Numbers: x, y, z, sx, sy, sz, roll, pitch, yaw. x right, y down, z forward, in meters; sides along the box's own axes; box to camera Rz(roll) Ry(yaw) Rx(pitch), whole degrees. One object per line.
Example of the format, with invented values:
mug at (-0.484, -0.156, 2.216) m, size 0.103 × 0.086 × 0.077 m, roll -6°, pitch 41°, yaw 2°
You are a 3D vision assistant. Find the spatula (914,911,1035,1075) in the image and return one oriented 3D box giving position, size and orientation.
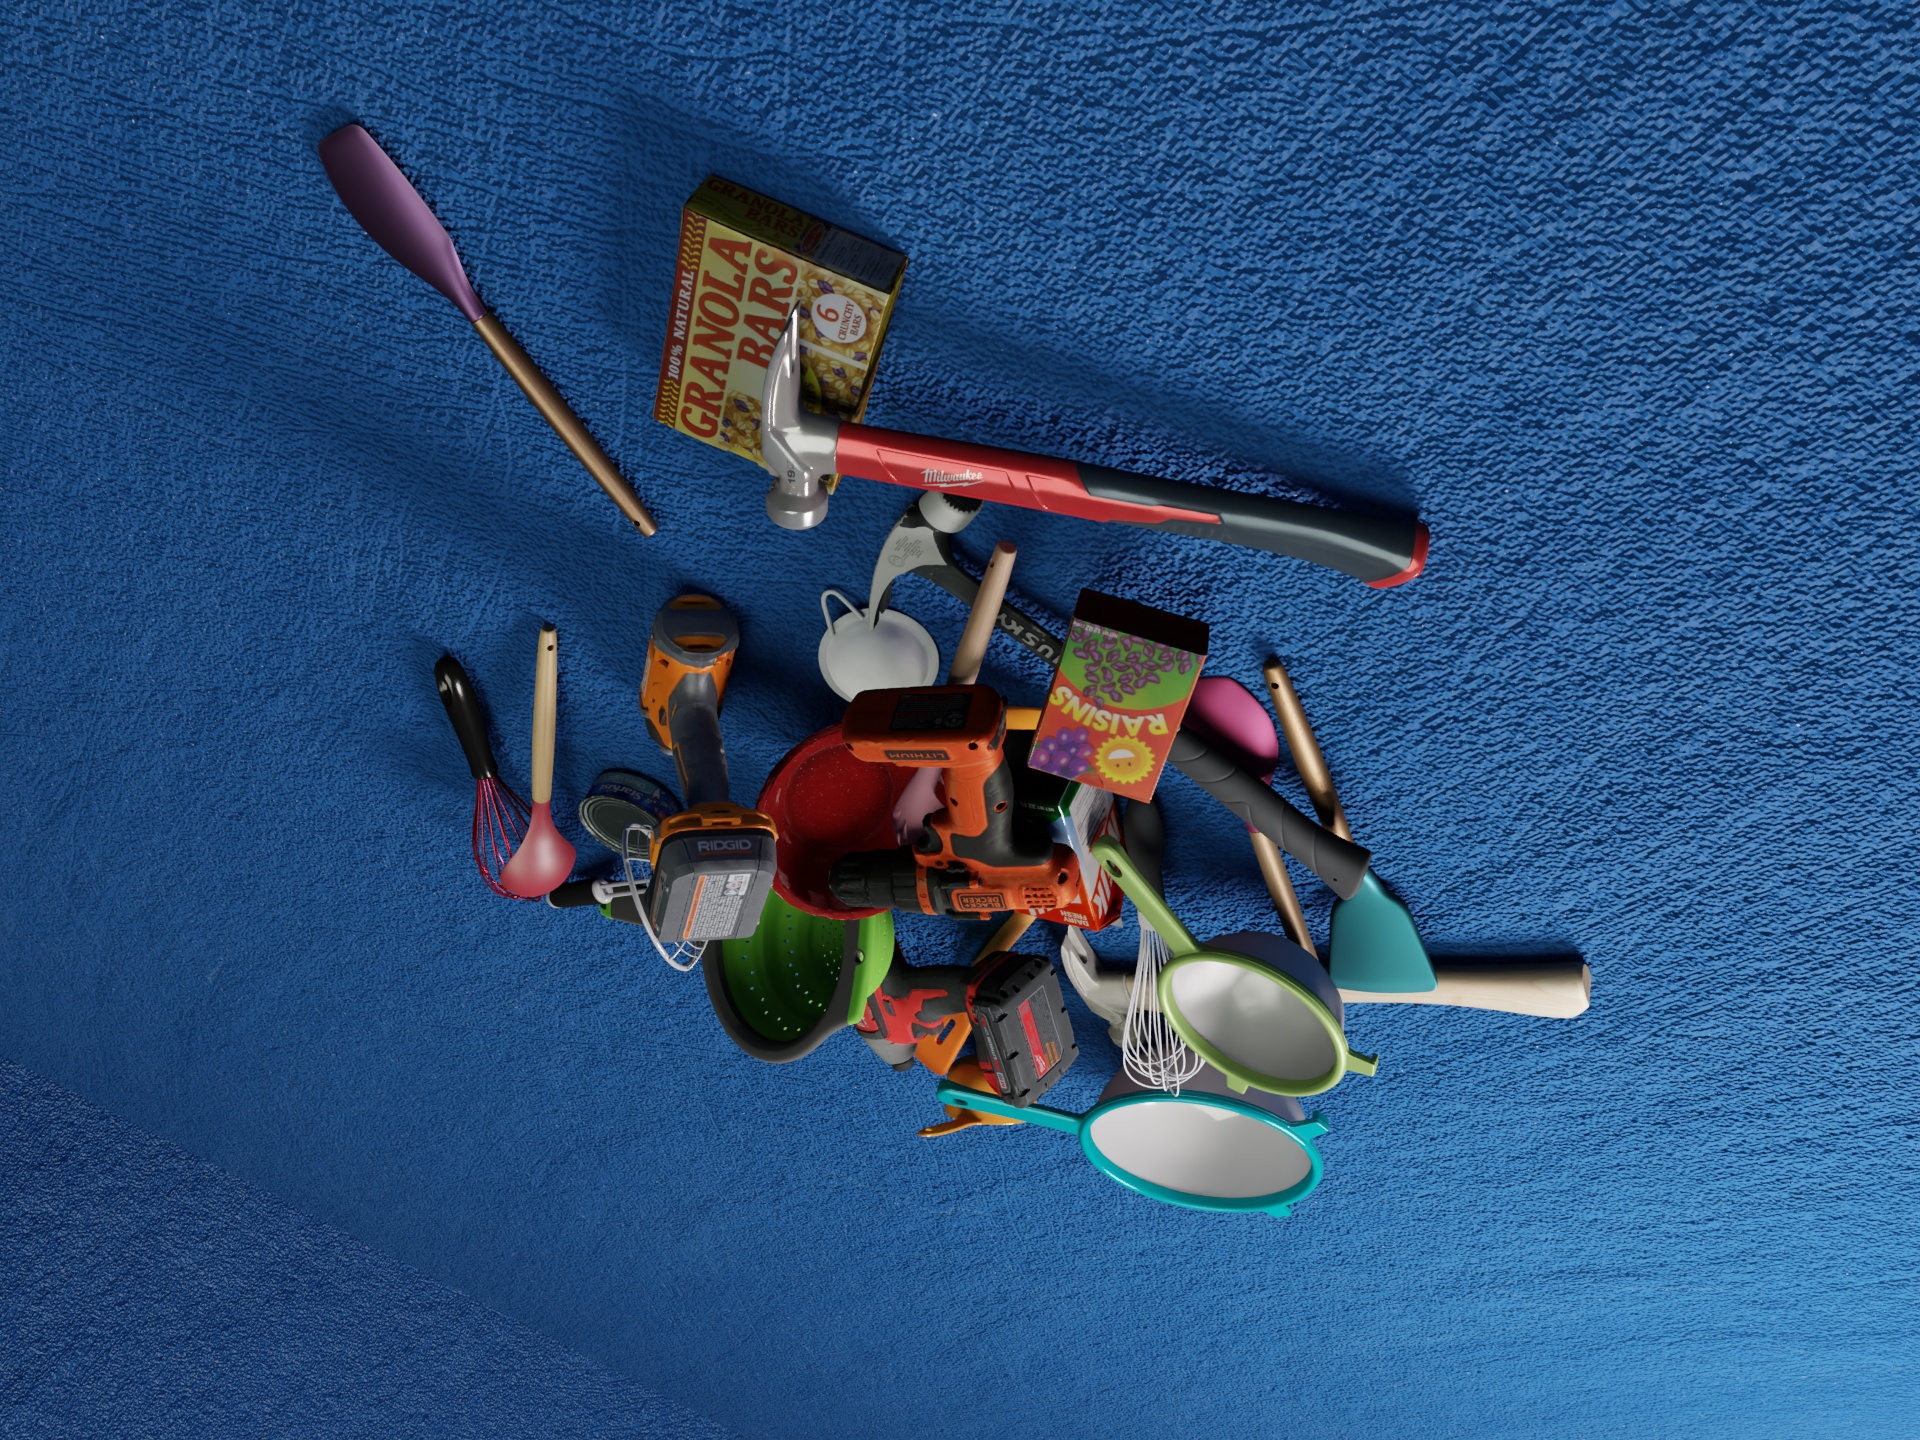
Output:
spatula at (0.020, 0.213, 1.390) m, size 0.081 × 0.041 × 0.322 m, roll 44°, pitch 141°, yaw 10°

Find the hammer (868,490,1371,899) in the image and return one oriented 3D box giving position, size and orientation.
hammer at (0.114, -0.003, 1.070) m, size 0.408 × 0.036 × 0.149 m, roll 36°, pitch 142°, yaw -10°

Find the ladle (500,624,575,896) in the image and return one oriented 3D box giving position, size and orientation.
ladle at (-0.352, 0.045, 1.342) m, size 0.031 × 0.069 × 0.315 m, roll 50°, pitch 141°, yaw 35°

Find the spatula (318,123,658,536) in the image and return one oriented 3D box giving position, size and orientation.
spatula at (-0.295, -0.239, 1.026) m, size 0.060 × 0.018 × 0.315 m, roll -10°, pitch 130°, yaw 35°

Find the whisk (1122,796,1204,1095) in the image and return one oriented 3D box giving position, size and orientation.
whisk at (0.153, 0.177, 1.236) m, size 0.070 × 0.070 × 0.284 m, roll 4°, pitch 121°, yaw 22°

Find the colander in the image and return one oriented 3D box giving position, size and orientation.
colander at (-0.180, 0.180, 1.404) m, size 0.094 × 0.204 × 0.397 m, roll 9°, pitch 177°, yaw -44°

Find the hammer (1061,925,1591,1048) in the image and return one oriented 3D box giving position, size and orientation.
hammer at (0.279, 0.205, 1.262) m, size 0.411 × 0.038 × 0.146 m, roll -7°, pitch 132°, yaw 31°

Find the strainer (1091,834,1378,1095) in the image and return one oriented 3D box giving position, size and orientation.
strainer at (0.194, 0.167, 1.180) m, size 0.256 × 0.069 × 0.151 m, roll 49°, pitch 143°, yaw -10°

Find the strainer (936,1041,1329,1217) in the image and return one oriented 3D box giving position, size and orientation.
strainer at (0.153, 0.334, 1.416) m, size 0.340 × 0.095 × 0.210 m, roll 11°, pitch 141°, yaw 8°

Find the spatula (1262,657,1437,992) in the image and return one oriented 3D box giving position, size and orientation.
spatula at (0.262, 0.080, 1.116) m, size 0.082 × 0.044 × 0.317 m, roll -4°, pitch 134°, yaw 31°

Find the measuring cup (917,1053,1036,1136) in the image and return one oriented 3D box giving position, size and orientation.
measuring cup at (0.009, 0.346, 1.473) m, size 0.095 × 0.052 × 0.173 m, roll 2°, pitch 179°, yaw 30°

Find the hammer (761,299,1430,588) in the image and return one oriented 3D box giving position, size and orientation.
hammer at (0.077, -0.143, 0.910) m, size 0.386 × 0.038 × 0.143 m, roll 10°, pitch 138°, yaw 3°

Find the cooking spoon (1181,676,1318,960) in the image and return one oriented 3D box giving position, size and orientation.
cooking spoon at (0.222, 0.095, 1.150) m, size 0.069 × 0.017 × 0.318 m, roll -5°, pitch 127°, yaw 30°

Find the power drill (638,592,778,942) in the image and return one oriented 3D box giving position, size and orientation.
power drill at (-0.193, 0.043, 1.159) m, size 0.084 × 0.227 × 0.164 m, roll -1°, pitch 147°, yaw -19°

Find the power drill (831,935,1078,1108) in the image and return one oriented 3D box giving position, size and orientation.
power drill at (-0.012, 0.256, 1.378) m, size 0.220 × 0.078 × 0.143 m, roll 3°, pitch 117°, yaw 43°

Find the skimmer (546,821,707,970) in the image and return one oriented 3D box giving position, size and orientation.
skimmer at (-0.315, 0.158, 1.392) m, size 0.363 × 0.090 × 0.127 m, roll -13°, pitch 101°, yaw 54°

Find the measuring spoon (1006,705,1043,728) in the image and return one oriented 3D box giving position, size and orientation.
measuring spoon at (0.052, 0.002, 1.078) m, size 0.117 × 0.011 × 0.021 m, roll 2°, pitch 136°, yaw 31°

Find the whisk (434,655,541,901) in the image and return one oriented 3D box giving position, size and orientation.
whisk at (-0.415, 0.058, 1.406) m, size 0.073 × 0.073 × 0.295 m, roll 10°, pitch 134°, yaw 15°

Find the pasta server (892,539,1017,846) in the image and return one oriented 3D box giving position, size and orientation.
pasta server at (-0.002, -0.003, 1.081) m, size 0.040 × 0.060 × 0.316 m, roll -12°, pitch 143°, yaw -27°

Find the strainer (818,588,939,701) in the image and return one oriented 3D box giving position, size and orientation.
strainer at (-0.021, 0.005, 1.163) m, size 0.087 × 0.050 × 0.258 m, roll -27°, pitch 126°, yaw 22°
